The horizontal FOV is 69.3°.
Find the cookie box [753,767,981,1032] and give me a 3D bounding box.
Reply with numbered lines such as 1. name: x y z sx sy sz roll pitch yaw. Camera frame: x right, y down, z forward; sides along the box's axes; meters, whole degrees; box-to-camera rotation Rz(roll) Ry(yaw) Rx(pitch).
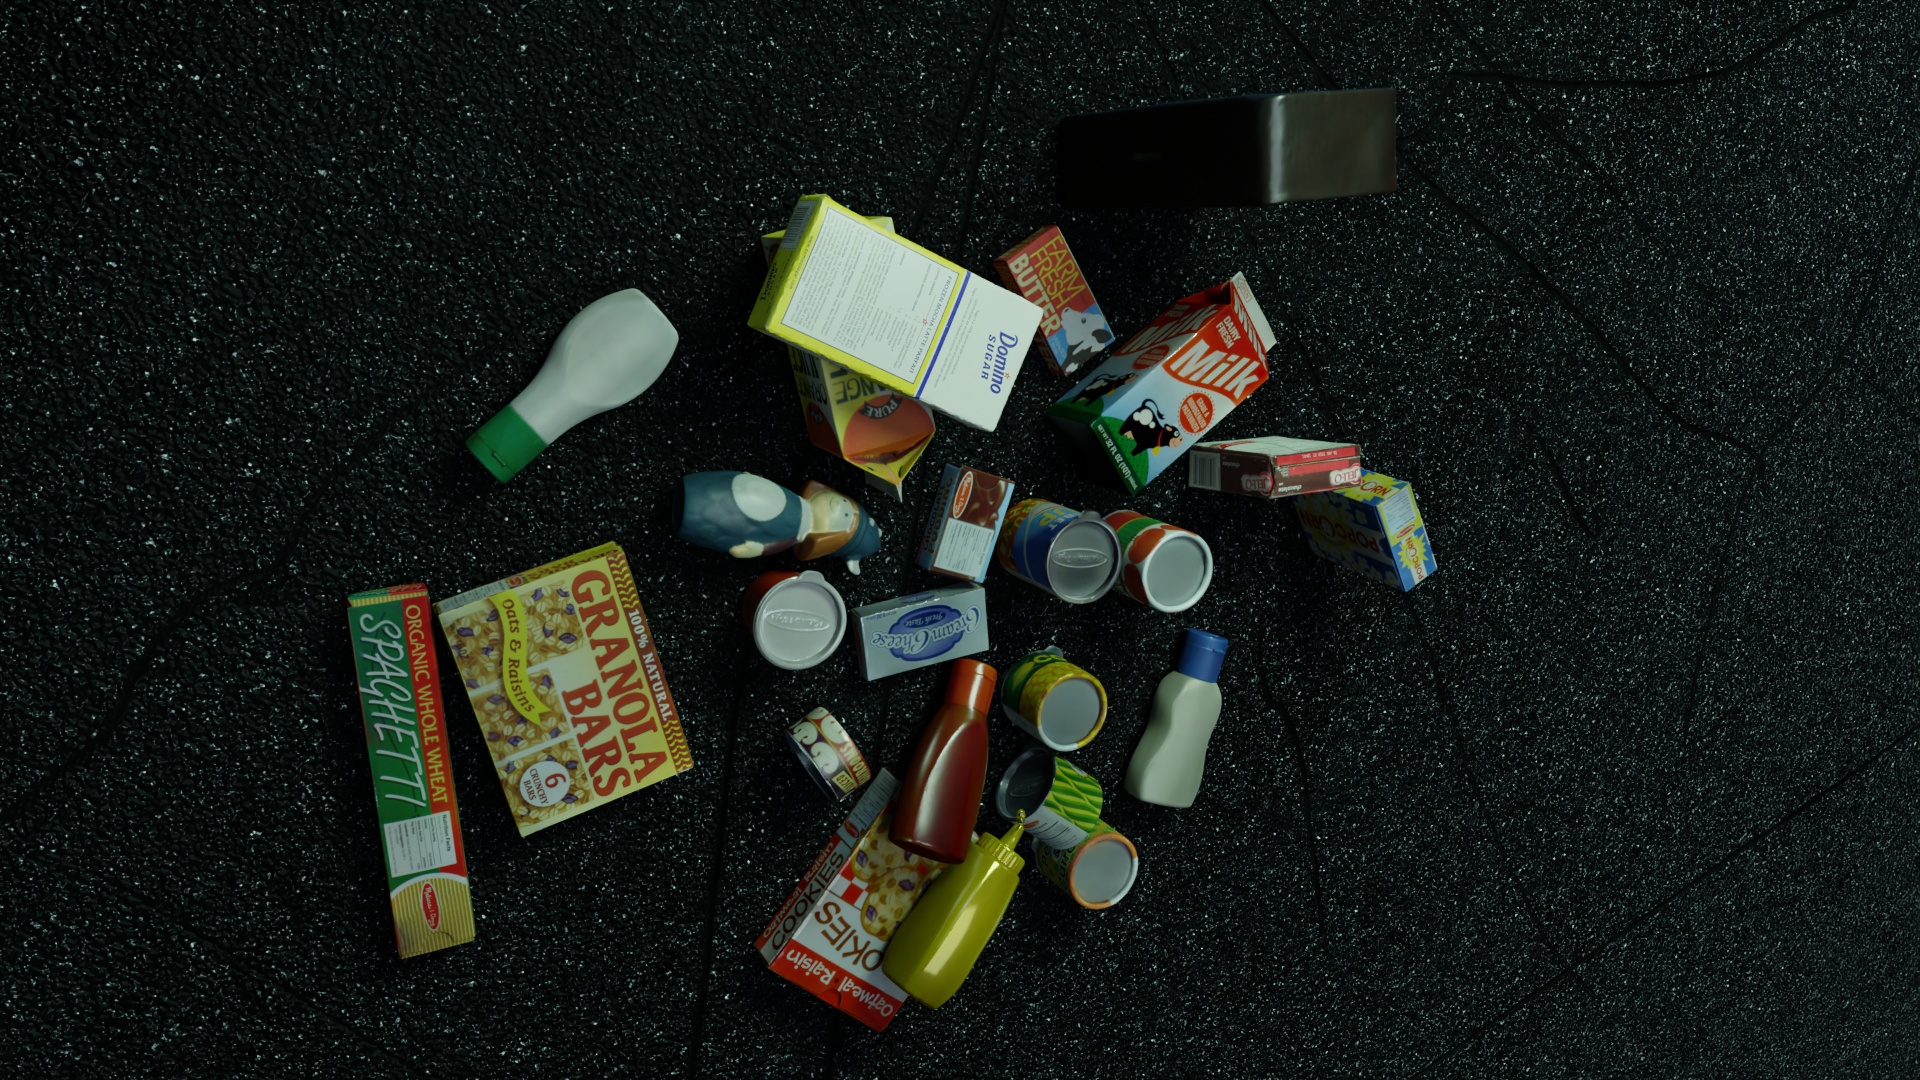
1. cookie box: -0.061 0.280 1.078 0.122 0.040 0.167 40 82 -28

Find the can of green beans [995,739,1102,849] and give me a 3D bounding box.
1. can of green beans: 0.071 0.206 1.113 0.057 0.071 0.071 36 85 -29

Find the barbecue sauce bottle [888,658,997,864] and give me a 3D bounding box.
1. barbecue sauce bottle: -0.007 0.164 1.050 0.065 0.043 0.149 32 63 -36

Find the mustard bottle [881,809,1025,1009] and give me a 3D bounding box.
1. mustard bottle: 0.006 0.274 1.053 0.048 0.065 0.160 43 76 -24

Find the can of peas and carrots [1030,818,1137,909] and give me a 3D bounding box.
1. can of peas and carrots: 0.102 0.261 1.145 0.071 0.059 0.070 -6 104 -25

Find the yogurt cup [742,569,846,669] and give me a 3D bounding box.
1. yogurt cup: -0.122 0.052 0.988 0.072 0.054 0.072 -6 105 -25

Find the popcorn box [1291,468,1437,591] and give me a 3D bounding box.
1. popcorn box: 0.331 -0.017 1.157 0.038 0.127 0.085 -31 113 -12

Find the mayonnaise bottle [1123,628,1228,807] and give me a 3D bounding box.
1. mayonnaise bottle: 0.187 0.149 1.173 0.065 0.041 0.148 15 94 -30

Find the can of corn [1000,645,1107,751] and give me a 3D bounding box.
1. can of corn: 0.075 0.125 1.100 0.071 0.058 0.071 -7 105 -25

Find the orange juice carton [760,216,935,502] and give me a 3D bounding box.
1. orange juice carton: -0.073 -0.123 0.962 0.073 0.072 0.192 -19 109 -21

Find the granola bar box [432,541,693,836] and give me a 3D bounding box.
1. granola bar box: -0.265 0.098 0.936 0.124 0.039 0.165 -21 110 -20

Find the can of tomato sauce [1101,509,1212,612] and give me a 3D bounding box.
1. can of tomato sauce: 0.147 0.017 1.097 0.071 0.083 0.071 -6 104 -25

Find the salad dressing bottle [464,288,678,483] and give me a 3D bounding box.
1. salad dressing bottle: -0.251 -0.099 0.896 0.148 0.044 0.064 -43 119 -10

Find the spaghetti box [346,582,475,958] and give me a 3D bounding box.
1. spaghetti box: -0.358 0.150 0.907 0.050 0.029 0.249 -9 105 -25

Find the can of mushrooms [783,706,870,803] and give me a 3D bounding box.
1. can of mushrooms: -0.096 0.158 1.016 0.033 0.071 0.071 -35 115 -17

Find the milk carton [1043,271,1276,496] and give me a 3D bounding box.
1. milk carton: 0.167 -0.125 1.080 0.191 0.073 0.072 -40 116 -14

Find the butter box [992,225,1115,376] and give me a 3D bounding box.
1. butter box: 0.071 -0.181 1.048 0.053 0.024 0.103 -38 116 -14

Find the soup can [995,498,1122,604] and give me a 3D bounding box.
1. soup can: 0.074 0.004 1.058 0.071 0.084 0.071 -6 105 -25

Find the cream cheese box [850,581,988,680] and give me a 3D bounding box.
1. cream cheese box: -0.030 0.068 1.055 0.104 0.024 0.053 -13 109 -23

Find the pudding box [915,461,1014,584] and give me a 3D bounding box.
1. pudding box: 0.004 -0.013 1.049 0.050 0.030 0.083 16 94 -27
